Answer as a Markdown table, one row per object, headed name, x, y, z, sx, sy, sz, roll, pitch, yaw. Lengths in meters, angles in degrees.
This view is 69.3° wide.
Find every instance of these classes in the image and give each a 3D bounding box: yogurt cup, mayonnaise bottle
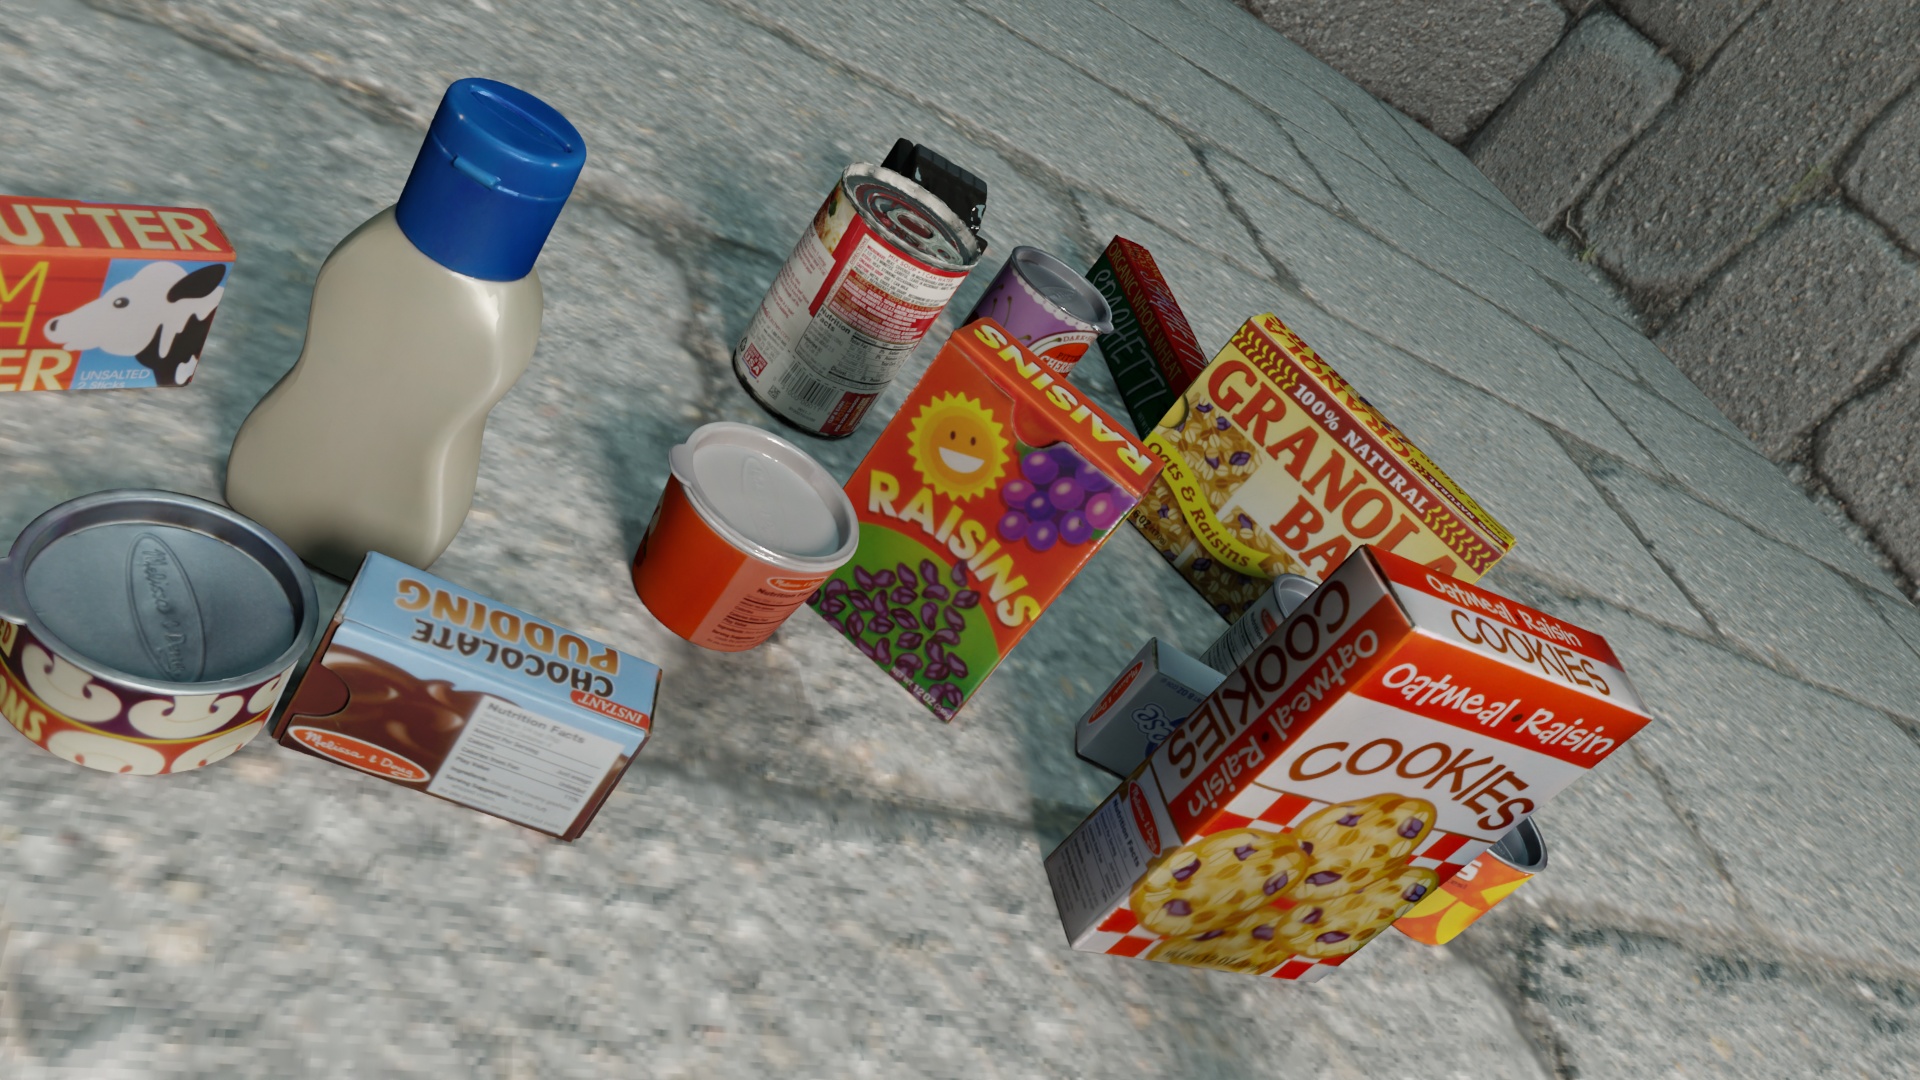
| name | x | y | z | sx | sy | sz | roll | pitch | yaw |
| --- | --- | --- | --- | --- | --- | --- | --- | --- | --- |
| yogurt cup | -0.076 | 0.001 | 0.476 | 0.072 | 0.053 | 0.073 | 28 | 31 | -18 |
| mayonnaise bottle | -0.148 | -0.054 | 0.379 | 0.065 | 0.147 | 0.041 | 32 | 30 | -11 |

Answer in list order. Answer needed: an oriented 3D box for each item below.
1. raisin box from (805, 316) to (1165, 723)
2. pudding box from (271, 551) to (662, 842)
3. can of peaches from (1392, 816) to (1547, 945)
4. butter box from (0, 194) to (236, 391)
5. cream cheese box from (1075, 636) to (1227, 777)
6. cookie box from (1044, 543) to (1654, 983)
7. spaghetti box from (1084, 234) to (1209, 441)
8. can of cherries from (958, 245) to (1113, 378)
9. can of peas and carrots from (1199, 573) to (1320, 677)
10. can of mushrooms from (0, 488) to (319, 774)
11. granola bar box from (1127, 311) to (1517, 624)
| name | x | y | z | sx | sy | sz | roll | pitch | yaw |
| --- | --- | --- | --- | --- | --- | --- | --- | --- | --- |
| raisin box | 0.002 | -0.006 | 0.502 | 0.086 | 0.123 | 0.040 | 41 | 29 | 5 |
| pudding box | -0.128 | 0.043 | 0.366 | 0.083 | 0.049 | 0.030 | 25 | 32 | -22 |
| can of peaches | 0.206 | 0.132 | 0.600 | 0.071 | 0.057 | 0.071 | 28 | 31 | -18 |
| butter box | -0.256 | -0.065 | 0.373 | 0.024 | 0.053 | 0.104 | 50 | 31 | 19 |
| cream cheese box | 0.103 | 0.084 | 0.558 | 0.104 | 0.053 | 0.024 | 29 | 31 | -17 |
| cookie box | 0.127 | 0.083 | 0.470 | 0.123 | 0.166 | 0.040 | 18 | 35 | -32 |
| spaghetti box | 0.122 | -0.102 | 0.842 | 0.029 | 0.050 | 0.251 | 21 | 34 | -29 |
| can of cherries | 0.042 | -0.118 | 0.768 | 0.071 | 0.058 | 0.072 | 28 | 31 | -18 |
| can of peas and carrots | 0.155 | 0.059 | 0.645 | 0.071 | 0.058 | 0.071 | 28 | 31 | -18 |
| can of mushrooms | -0.197 | 0.021 | 0.336 | 0.071 | 0.033 | 0.071 | 28 | 31 | -18 |
| granola bar box | 0.169 | -0.013 | 0.694 | 0.166 | 0.123 | 0.039 | 47 | 30 | 15 |
